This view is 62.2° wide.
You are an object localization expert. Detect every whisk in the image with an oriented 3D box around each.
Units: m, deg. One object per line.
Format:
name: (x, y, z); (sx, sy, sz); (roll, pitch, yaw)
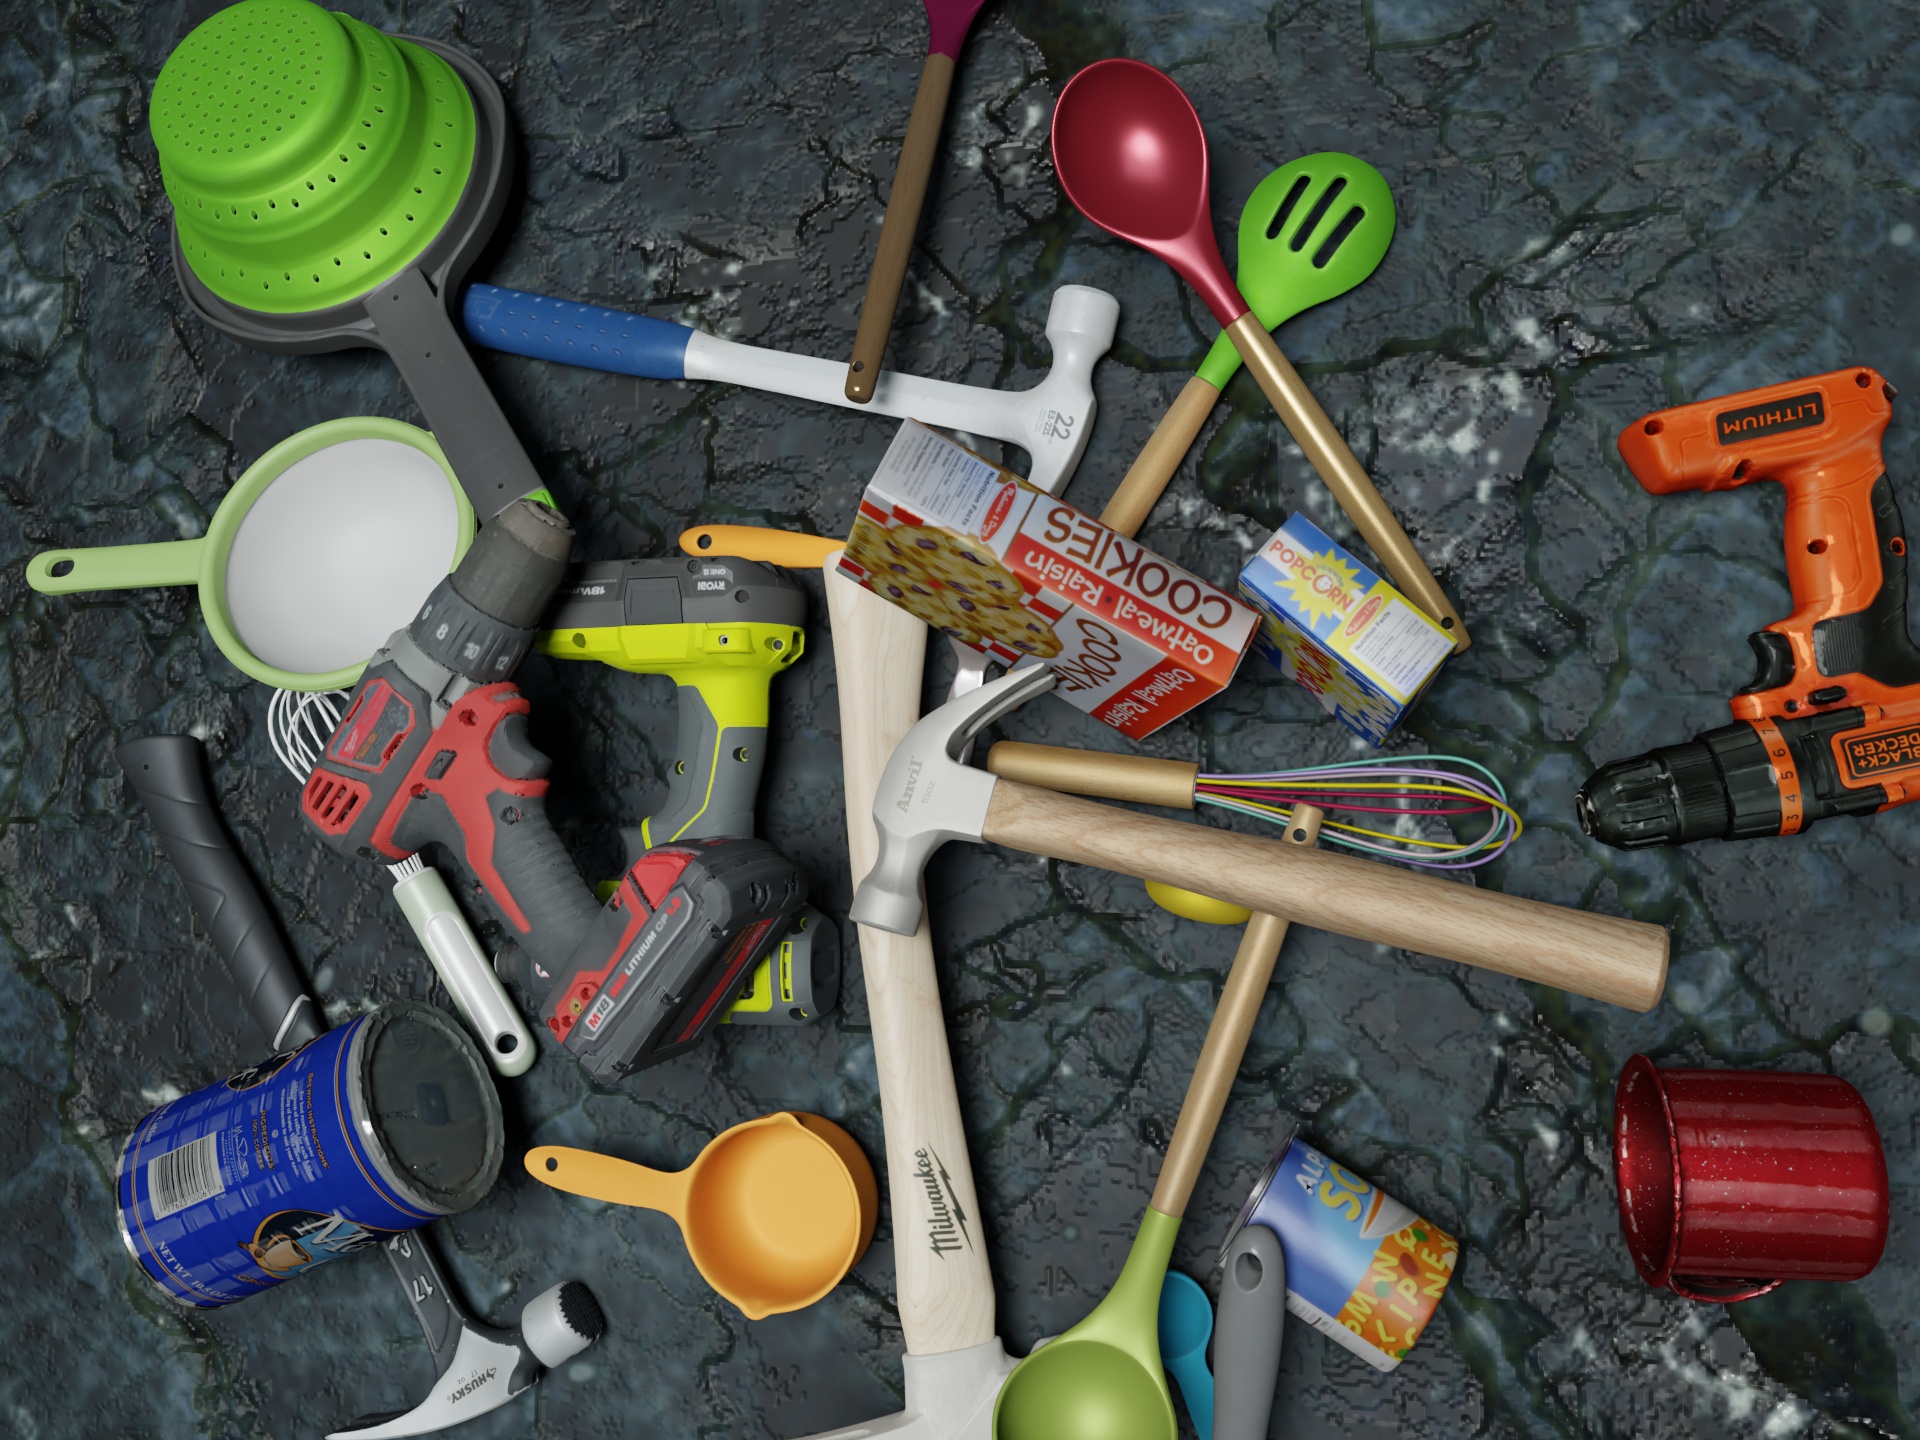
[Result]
whisk: (-0.287, 0.076, 0.826); (0.058, 0.059, 0.246); (-29, 82, -19)
whisk: (0.115, 0.324, 0.679); (0.055, 0.055, 0.239); (7, 103, 14)
whisk: (0.130, 0.030, 0.733); (0.245, 0.047, 0.051); (7, 88, 17)

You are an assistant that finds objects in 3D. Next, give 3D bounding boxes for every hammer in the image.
hammer: (-0.345, 0.179, 0.835); (0.149, 0.036, 0.409); (-35, 77, 9)
hammer: (-0.130, -0.181, 0.818); (0.405, 0.035, 0.144); (14, 88, 14)
hammer: (0.123, 0.062, 0.673); (0.331, 0.031, 0.130); (12, 79, 14)
hammer: (-0.035, 0.122, 0.730); (0.146, 0.038, 0.411); (-3, 80, -24)

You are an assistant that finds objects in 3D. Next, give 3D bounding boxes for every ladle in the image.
ladle: (0.143, -0.163, 0.731); (0.069, 0.031, 0.315); (-34, 90, 9)
ladle: (0.096, 0.186, 0.678); (0.078, 0.062, 0.320); (20, 87, 15)

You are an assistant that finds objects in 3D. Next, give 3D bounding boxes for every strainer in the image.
strainer: (-0.362, -0.075, 0.840); (0.256, 0.069, 0.152); (-2, 71, 12)

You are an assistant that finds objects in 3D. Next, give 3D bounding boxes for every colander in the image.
colander: (-0.303, -0.238, 0.795); (0.204, 0.094, 0.397); (-33, 68, 0)

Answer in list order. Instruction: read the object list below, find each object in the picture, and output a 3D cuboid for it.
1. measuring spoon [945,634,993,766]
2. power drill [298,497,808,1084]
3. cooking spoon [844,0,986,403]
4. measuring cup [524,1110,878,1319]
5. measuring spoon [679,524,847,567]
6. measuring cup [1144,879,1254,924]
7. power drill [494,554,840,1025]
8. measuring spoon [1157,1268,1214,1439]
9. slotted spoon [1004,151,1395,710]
measuring spoon: (-0.001, -0.002, 0.779); (0.034, 0.018, 0.124); (12, 88, 14)
power drill: (-0.178, 0.029, 0.715); (0.227, 0.080, 0.188); (39, 102, 15)
cooking spoon: (-0.015, -0.305, 0.791); (0.069, 0.017, 0.319); (9, 77, 15)
measuring cup: (-0.123, 0.226, 0.769); (0.173, 0.052, 0.095); (7, 86, 16)
measuring spoon: (-0.091, -0.088, 0.811); (0.117, 0.011, 0.021); (6, 86, 14)
measuring cup: (0.068, 0.063, 0.746); (0.156, 0.062, 0.029); (13, 102, 25)
power drill: (-0.149, 0.036, 0.782); (0.171, 0.080, 0.223); (-1, 87, 13)
measuring spoon: (0.113, 0.308, 0.726); (0.042, 0.021, 0.128); (-26, 88, 9)
slotted spoon: (0.106, -0.138, 0.763); (0.070, 0.031, 0.314); (34, 94, 11)
